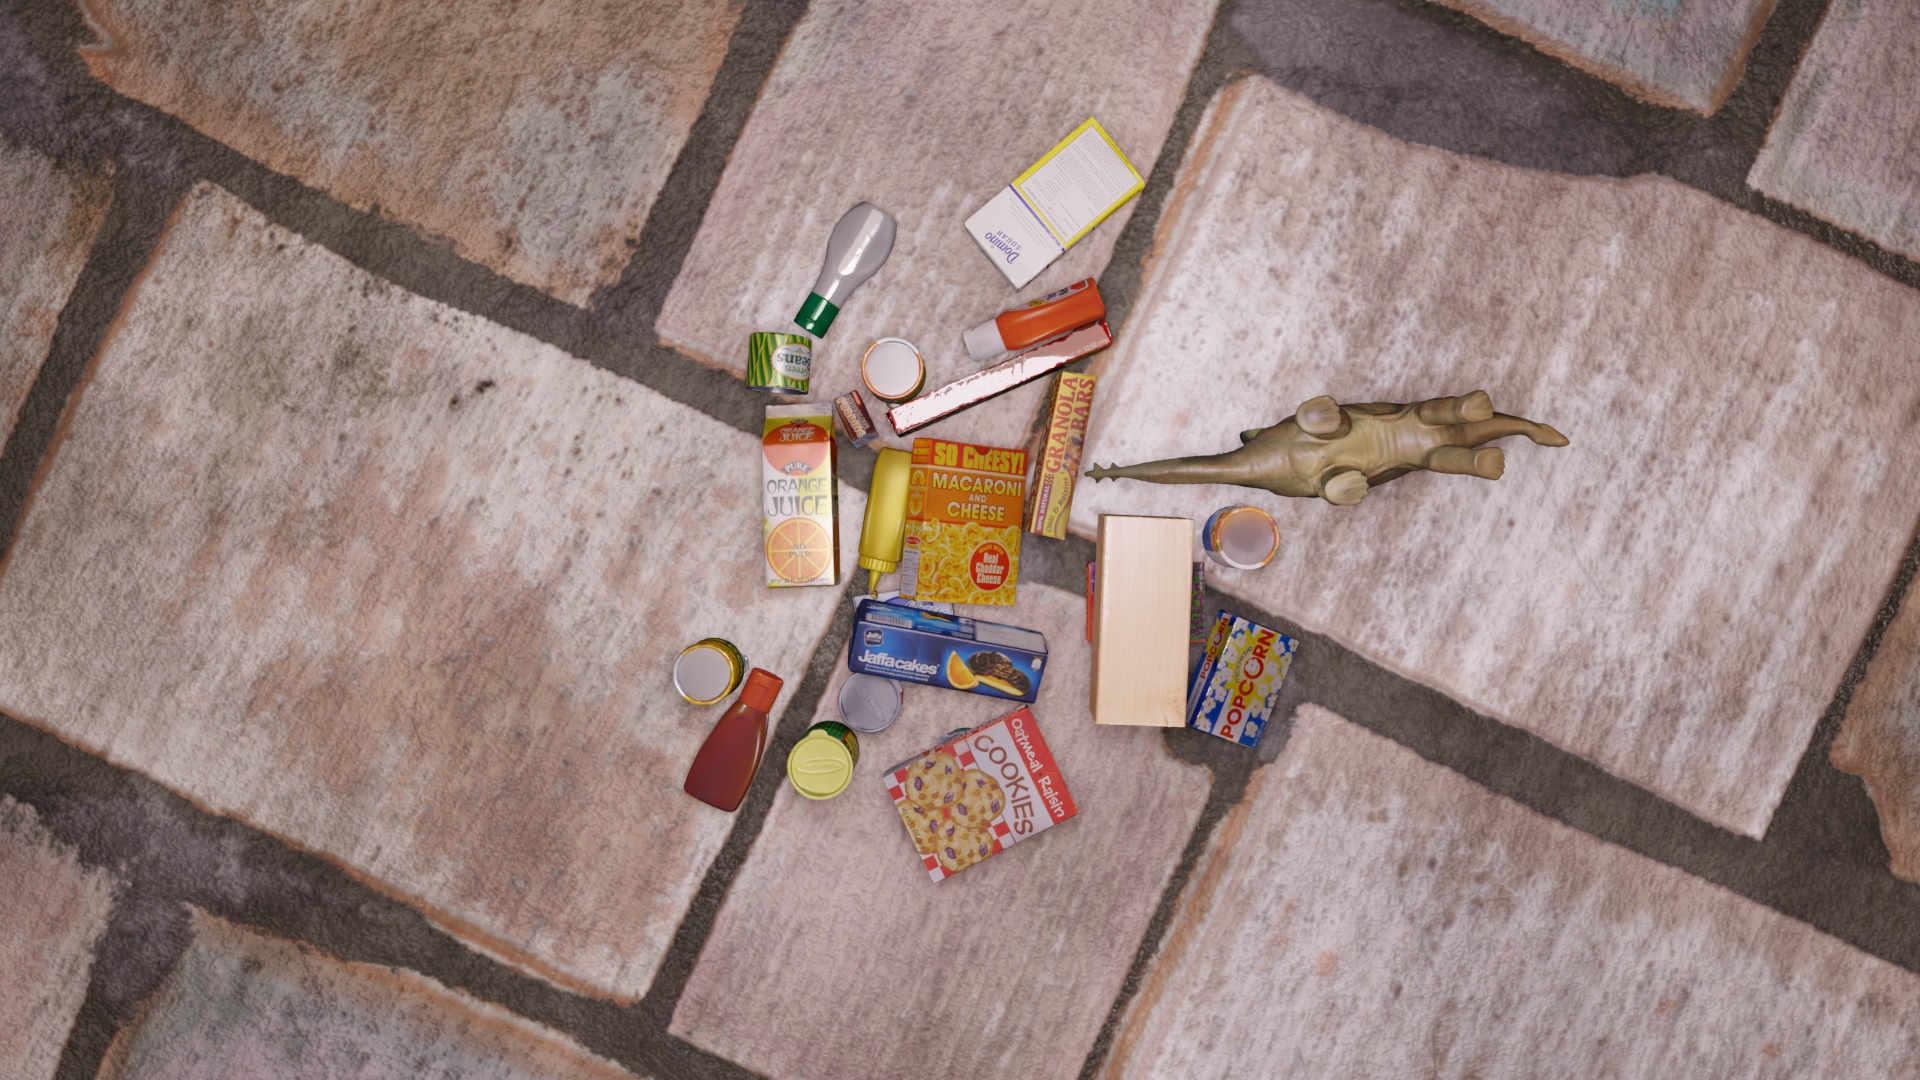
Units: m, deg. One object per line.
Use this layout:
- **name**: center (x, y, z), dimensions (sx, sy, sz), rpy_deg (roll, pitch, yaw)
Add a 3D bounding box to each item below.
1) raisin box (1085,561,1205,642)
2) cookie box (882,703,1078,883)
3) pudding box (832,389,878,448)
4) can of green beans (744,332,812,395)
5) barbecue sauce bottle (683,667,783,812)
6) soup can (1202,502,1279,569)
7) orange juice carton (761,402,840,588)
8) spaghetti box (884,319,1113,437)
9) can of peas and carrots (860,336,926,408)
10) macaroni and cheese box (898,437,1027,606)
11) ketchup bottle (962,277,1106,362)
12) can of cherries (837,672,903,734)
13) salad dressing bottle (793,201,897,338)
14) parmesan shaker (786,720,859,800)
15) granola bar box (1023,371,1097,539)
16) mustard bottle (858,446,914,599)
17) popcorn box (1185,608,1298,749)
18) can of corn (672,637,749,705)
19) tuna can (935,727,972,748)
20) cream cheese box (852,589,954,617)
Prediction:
- **raisin box**: center (0.195, 0.065, 1.470), dimensions (0.123, 0.040, 0.086), rpy_deg (0, 91, 1)
- **cookie box**: center (0.021, 0.261, 1.436), dimensions (0.167, 0.040, 0.123), rpy_deg (-26, 92, 1)
- **pudding box**: center (-0.109, -0.127, 1.448), dimensions (0.030, 0.083, 0.049), rpy_deg (-26, 90, -2)
- **can of green beans**: center (-0.190, -0.185, 1.457), dimensions (0.071, 0.071, 0.058), rpy_deg (5, 90, 0)
- **barbecue sauce bottle**: center (-0.235, 0.208, 1.470), dimensions (0.065, 0.043, 0.148), rpy_deg (25, 90, 0)
- **soup can**: center (0.292, -0.006, 1.446), dimensions (0.071, 0.084, 0.071), rpy_deg (0, 90, 0)
- **orange juice carton**: center (-0.166, -0.047, 1.454), dimensions (0.072, 0.073, 0.192), rpy_deg (-2, 90, 1)
- **spaghetti box**: center (0.040, -0.170, 1.464), dimensions (0.250, 0.050, 0.028), rpy_deg (-23, 89, 1)
- **can of peas and carrots**: center (-0.070, -0.176, 1.460), dimensions (0.071, 0.059, 0.071), rpy_deg (0, 90, 1)
- **macaroni and cheese box**: center (0.005, -0.018, 1.441), dimensions (0.124, 0.040, 0.166), rpy_deg (5, 91, -33)
- **ketchup bottle**: center (0.078, -0.230, 1.460), dimensions (0.149, 0.065, 0.043), rpy_deg (-21, 104, 9)
- **can of cherries**: center (-0.091, 0.166, 1.462), dimensions (0.071, 0.058, 0.071), rpy_deg (0, 90, 1)
- **salad dressing bottle**: center (-0.124, -0.285, 1.468), dimensions (0.064, 0.044, 0.147), rpy_deg (32, 91, -2)
- **parmesan shaker**: center (-0.140, 0.223, 1.440), dimensions (0.071, 0.103, 0.071), rpy_deg (0, 91, 0)
- **granola bar box**: center (0.100, -0.085, 1.427), dimensions (0.039, 0.124, 0.165), rpy_deg (11, 90, -1)
- **mustard bottle**: center (-0.078, -0.017, 1.457), dimensions (0.049, 0.065, 0.160), rpy_deg (12, 90, 7)
- **popcorn box**: center (0.290, 0.146, 1.456), dimensions (0.085, 0.038, 0.126), rpy_deg (22, 90, -22)
- **can of corn**: center (-0.262, 0.137, 1.462), dimensions (0.071, 0.058, 0.071), rpy_deg (0, 91, 1)
- **tuna can**: center (0.004, 0.231, 1.474), dimensions (0.071, 0.033, 0.071), rpy_deg (0, 91, 0)
- **cream cheese box**: center (-0.059, 0.077, 1.478), dimensions (0.104, 0.024, 0.053), rpy_deg (-9, 90, 0)
